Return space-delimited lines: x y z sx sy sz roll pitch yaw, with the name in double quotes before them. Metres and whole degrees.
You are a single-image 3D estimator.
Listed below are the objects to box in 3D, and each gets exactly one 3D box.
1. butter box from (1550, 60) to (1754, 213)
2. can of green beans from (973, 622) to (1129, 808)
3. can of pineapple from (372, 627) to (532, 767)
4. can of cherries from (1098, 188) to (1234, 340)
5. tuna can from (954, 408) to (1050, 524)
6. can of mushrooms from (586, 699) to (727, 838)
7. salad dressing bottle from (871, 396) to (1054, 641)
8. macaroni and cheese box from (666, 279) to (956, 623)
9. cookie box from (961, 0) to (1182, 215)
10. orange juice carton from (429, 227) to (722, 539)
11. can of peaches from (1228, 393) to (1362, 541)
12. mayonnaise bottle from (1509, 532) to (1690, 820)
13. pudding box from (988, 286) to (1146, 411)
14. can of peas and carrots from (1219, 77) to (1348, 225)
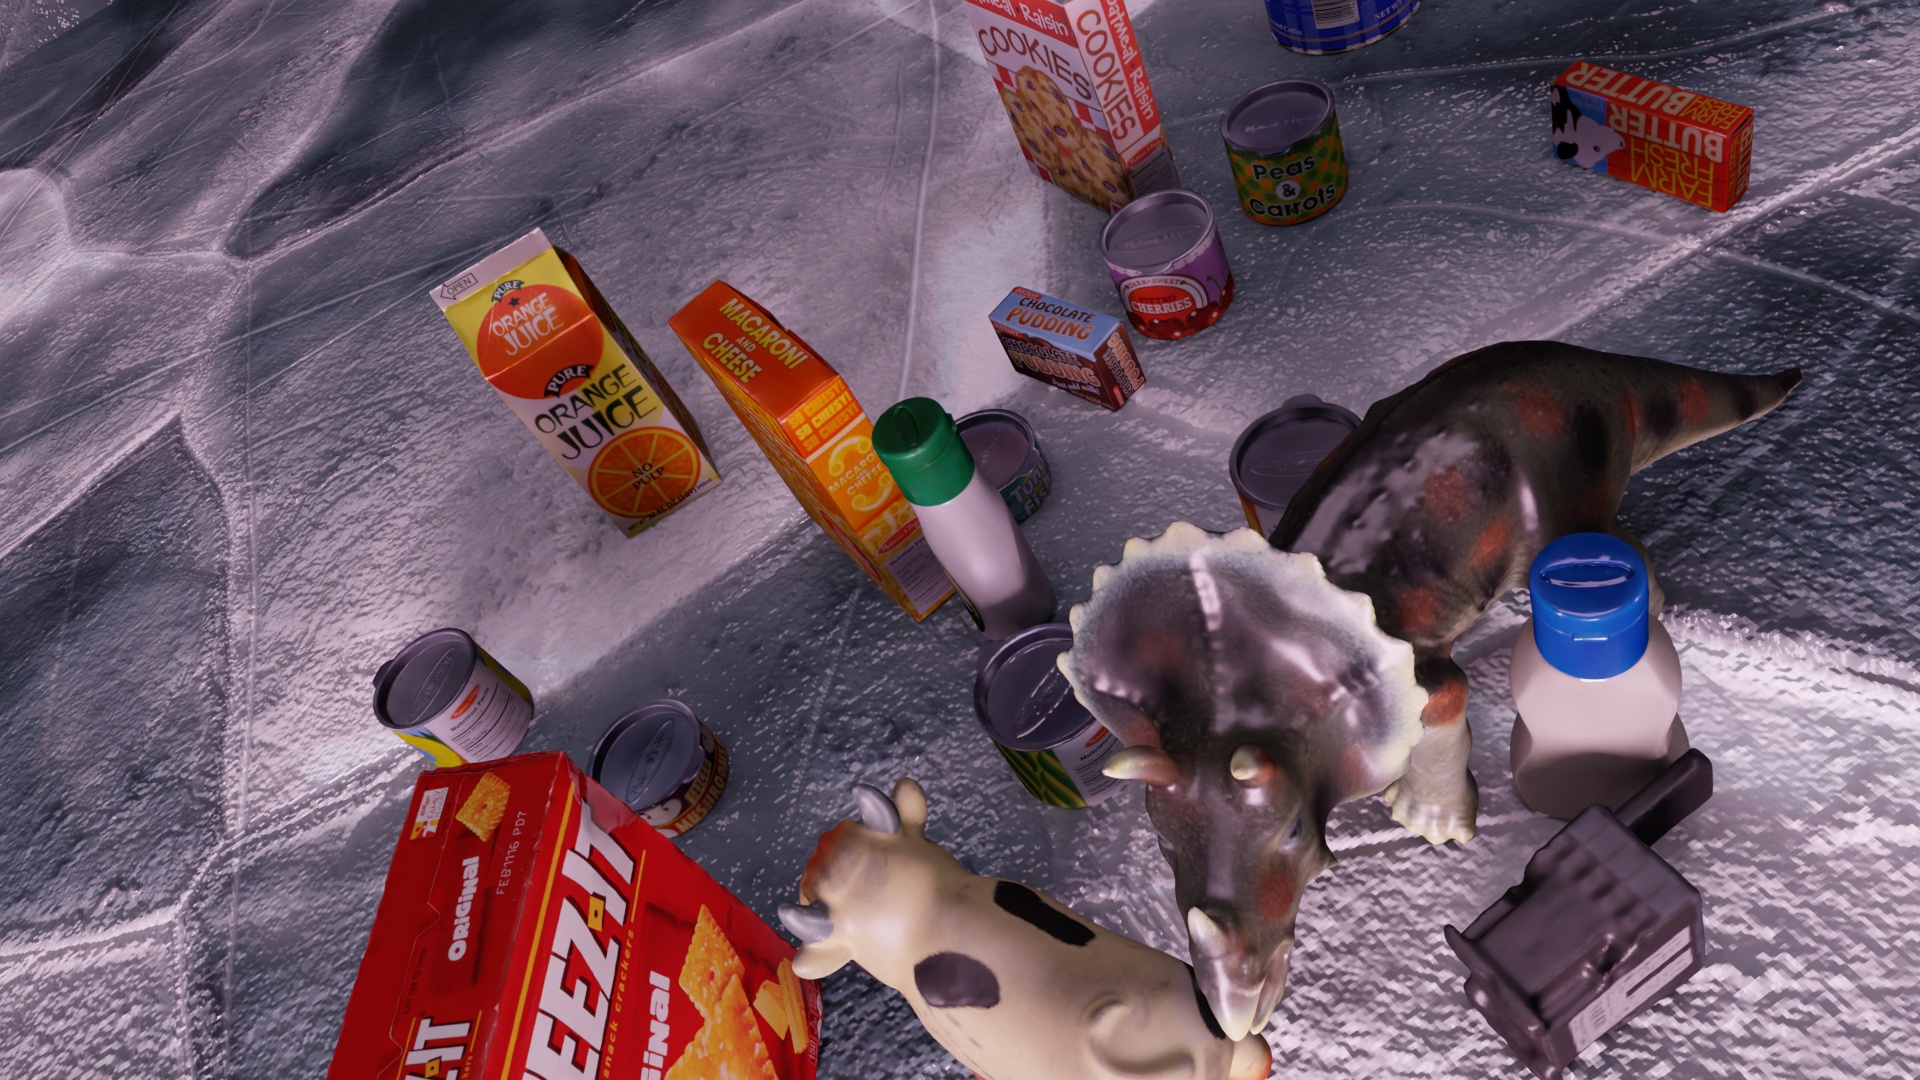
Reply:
"butter box" 0.362 -0.213 0.730 0.024 0.053 0.104 -42 47 -10
"can of green beans" 0.046 0.081 0.636 0.071 0.057 0.071 -13 49 16
"can of pineapple" -0.288 0.092 0.789 0.071 0.057 0.071 -13 49 16
"can of cherries" 0.119 -0.156 0.797 0.071 0.058 0.072 -13 49 16
"tuna can" 0.017 -0.037 0.766 0.071 0.032 0.071 -13 49 16
"can of mushrooms" -0.155 0.119 0.718 0.071 0.033 0.071 -13 49 16
"salad dressing bottle" 0.002 -0.008 0.669 0.044 0.147 0.064 -25 46 5
"macaroni and cheese box" -0.072 -0.046 0.723 0.040 0.165 0.124 -41 47 -9
"cookie box" 0.066 -0.283 0.853 0.040 0.166 0.123 -40 47 -9
"orange juice carton" -0.224 -0.096 0.821 0.072 0.192 0.073 -32 46 -1
"can of peaches" 0.168 -0.025 0.665 0.071 0.058 0.071 -13 49 16
"mayonnaise bottle" 0.231 0.054 0.506 0.065 0.147 0.041 -3 52 24
"pudding box" 0.061 -0.111 0.794 0.084 0.049 0.030 28 69 39
"can of peas and carrots" 0.192 -0.228 0.821 0.071 0.058 0.071 -13 49 16
